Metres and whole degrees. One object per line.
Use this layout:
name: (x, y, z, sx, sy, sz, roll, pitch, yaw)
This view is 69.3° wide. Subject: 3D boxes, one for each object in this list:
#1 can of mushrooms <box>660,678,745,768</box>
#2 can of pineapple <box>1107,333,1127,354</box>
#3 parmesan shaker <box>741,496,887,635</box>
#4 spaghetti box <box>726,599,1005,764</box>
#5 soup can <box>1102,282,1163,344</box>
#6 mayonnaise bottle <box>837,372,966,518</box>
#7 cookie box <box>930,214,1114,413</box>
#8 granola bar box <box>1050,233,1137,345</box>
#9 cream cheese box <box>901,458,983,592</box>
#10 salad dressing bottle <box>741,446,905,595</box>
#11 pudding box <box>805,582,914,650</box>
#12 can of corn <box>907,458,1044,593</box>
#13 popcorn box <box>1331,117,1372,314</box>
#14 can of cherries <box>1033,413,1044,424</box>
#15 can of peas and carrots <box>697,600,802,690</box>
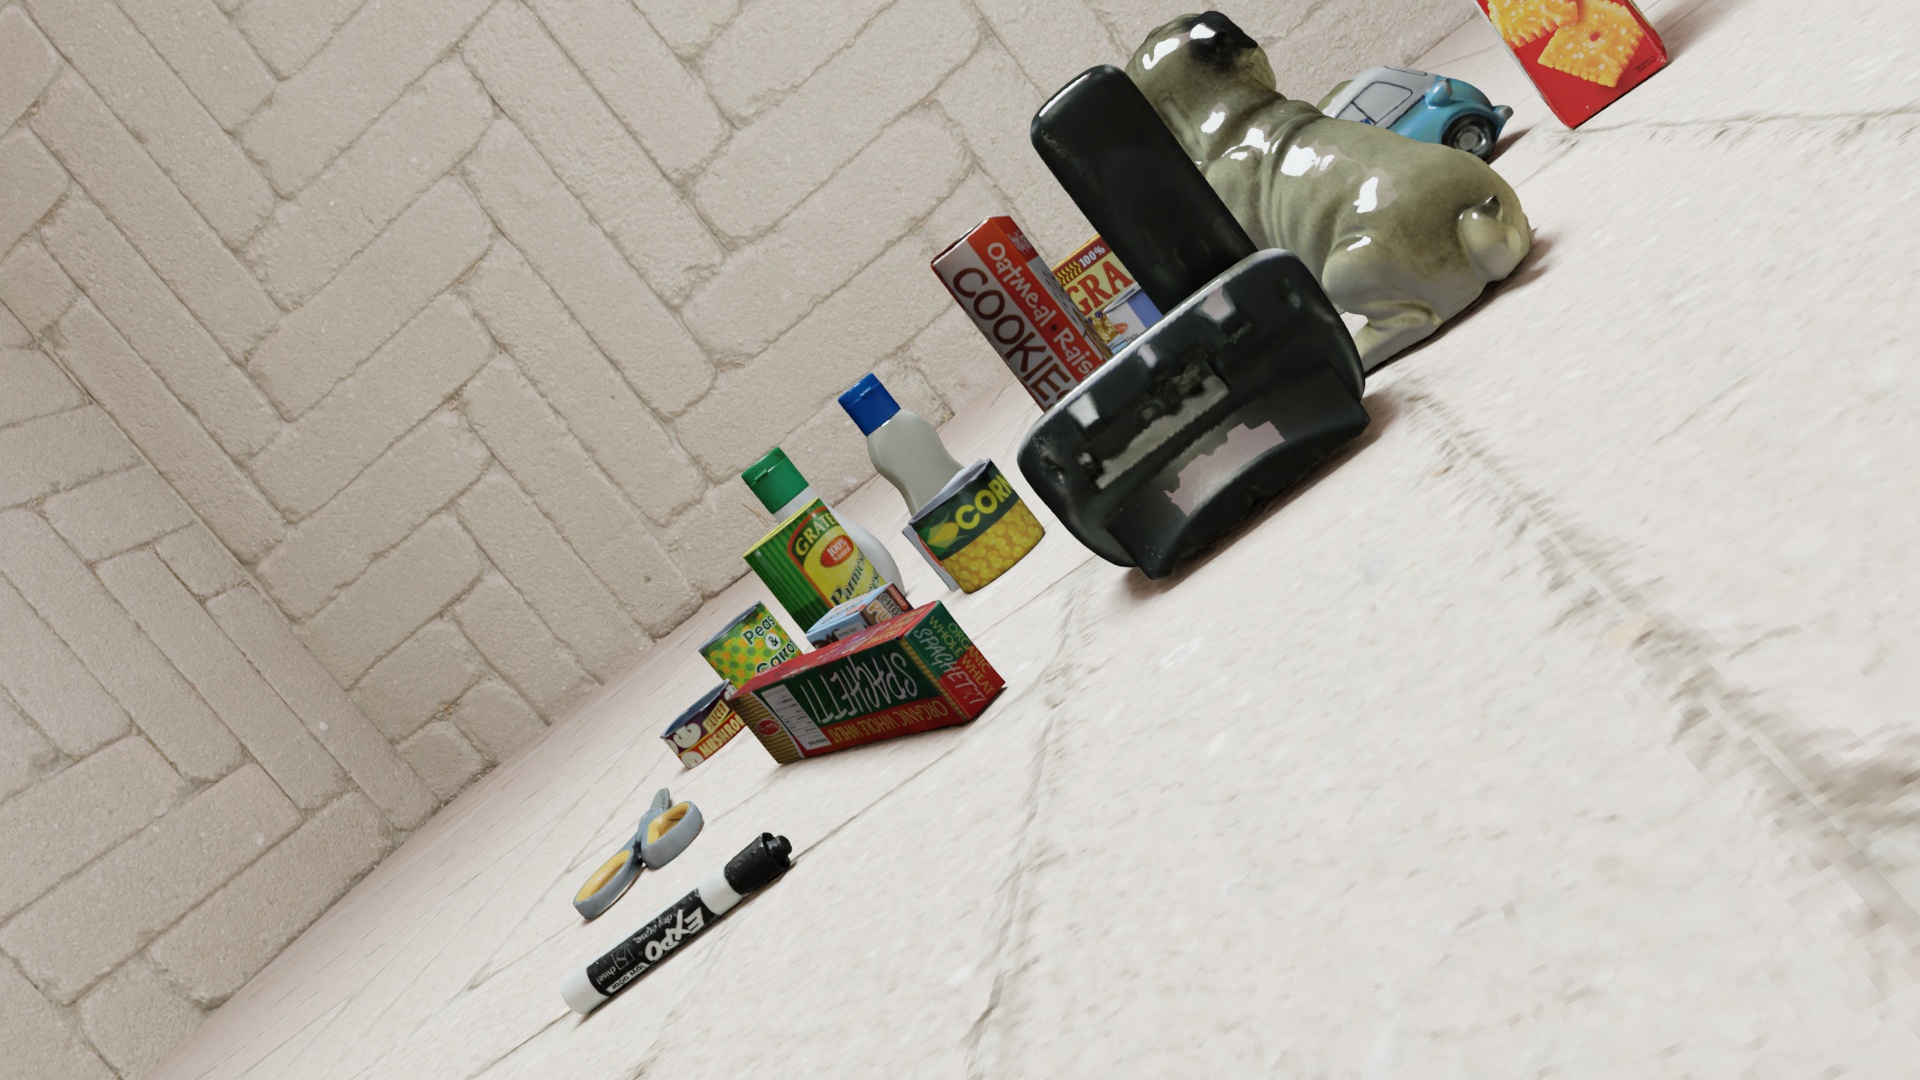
can of mushrooms: (-0.189, 0.137, 1.042, 0.071, 0.033, 0.071, -38, 7, 5)
can of pineapple: (0.141, -0.129, 0.977, 0.071, 0.058, 0.071, -38, 7, 5)
parmesan shaker: (-0.089, 0.029, 0.948, 0.071, 0.103, 0.071, -38, 7, 5)
spaghetti box: (-0.056, 0.077, 0.693, 0.029, 0.050, 0.249, -42, 8, -28)
soup can: (0.146, -0.137, 0.901, 0.071, 0.083, 0.071, -38, 7, 5)
mayonnaise bottle: (-0.038, -0.065, 1.100, 0.065, 0.148, 0.041, -40, 7, -13)
cookie box: (0.055, -0.089, 0.711, 0.040, 0.167, 0.123, -37, 7, 13)
granola bar box: (0.152, -0.185, 1.009, 0.039, 0.124, 0.165, -43, 8, -36)
cream cheese box: (0.003, -0.012, 0.944, 0.024, 0.053, 0.104, -34, 8, 33)
salad dressing bottle: (-0.103, -0.002, 1.035, 0.064, 0.147, 0.044, -37, 7, 15)
pudding box: (-0.051, 0.057, 0.790, 0.030, 0.049, 0.083, -42, 8, -29)
can of corn: (0.012, -0.009, 0.866, 0.071, 0.058, 0.071, -38, 7, 5)
popcorn box: (0.209, -0.176, 0.823, 0.126, 0.085, 0.038, -31, 10, 47)
can of cherries: (0.086, -0.066, 0.853, 0.071, 0.058, 0.071, -38, 7, 5)
can of peas and carrots: (-0.172, 0.091, 1.148, 0.071, 0.058, 0.071, -38, 7, 5)
